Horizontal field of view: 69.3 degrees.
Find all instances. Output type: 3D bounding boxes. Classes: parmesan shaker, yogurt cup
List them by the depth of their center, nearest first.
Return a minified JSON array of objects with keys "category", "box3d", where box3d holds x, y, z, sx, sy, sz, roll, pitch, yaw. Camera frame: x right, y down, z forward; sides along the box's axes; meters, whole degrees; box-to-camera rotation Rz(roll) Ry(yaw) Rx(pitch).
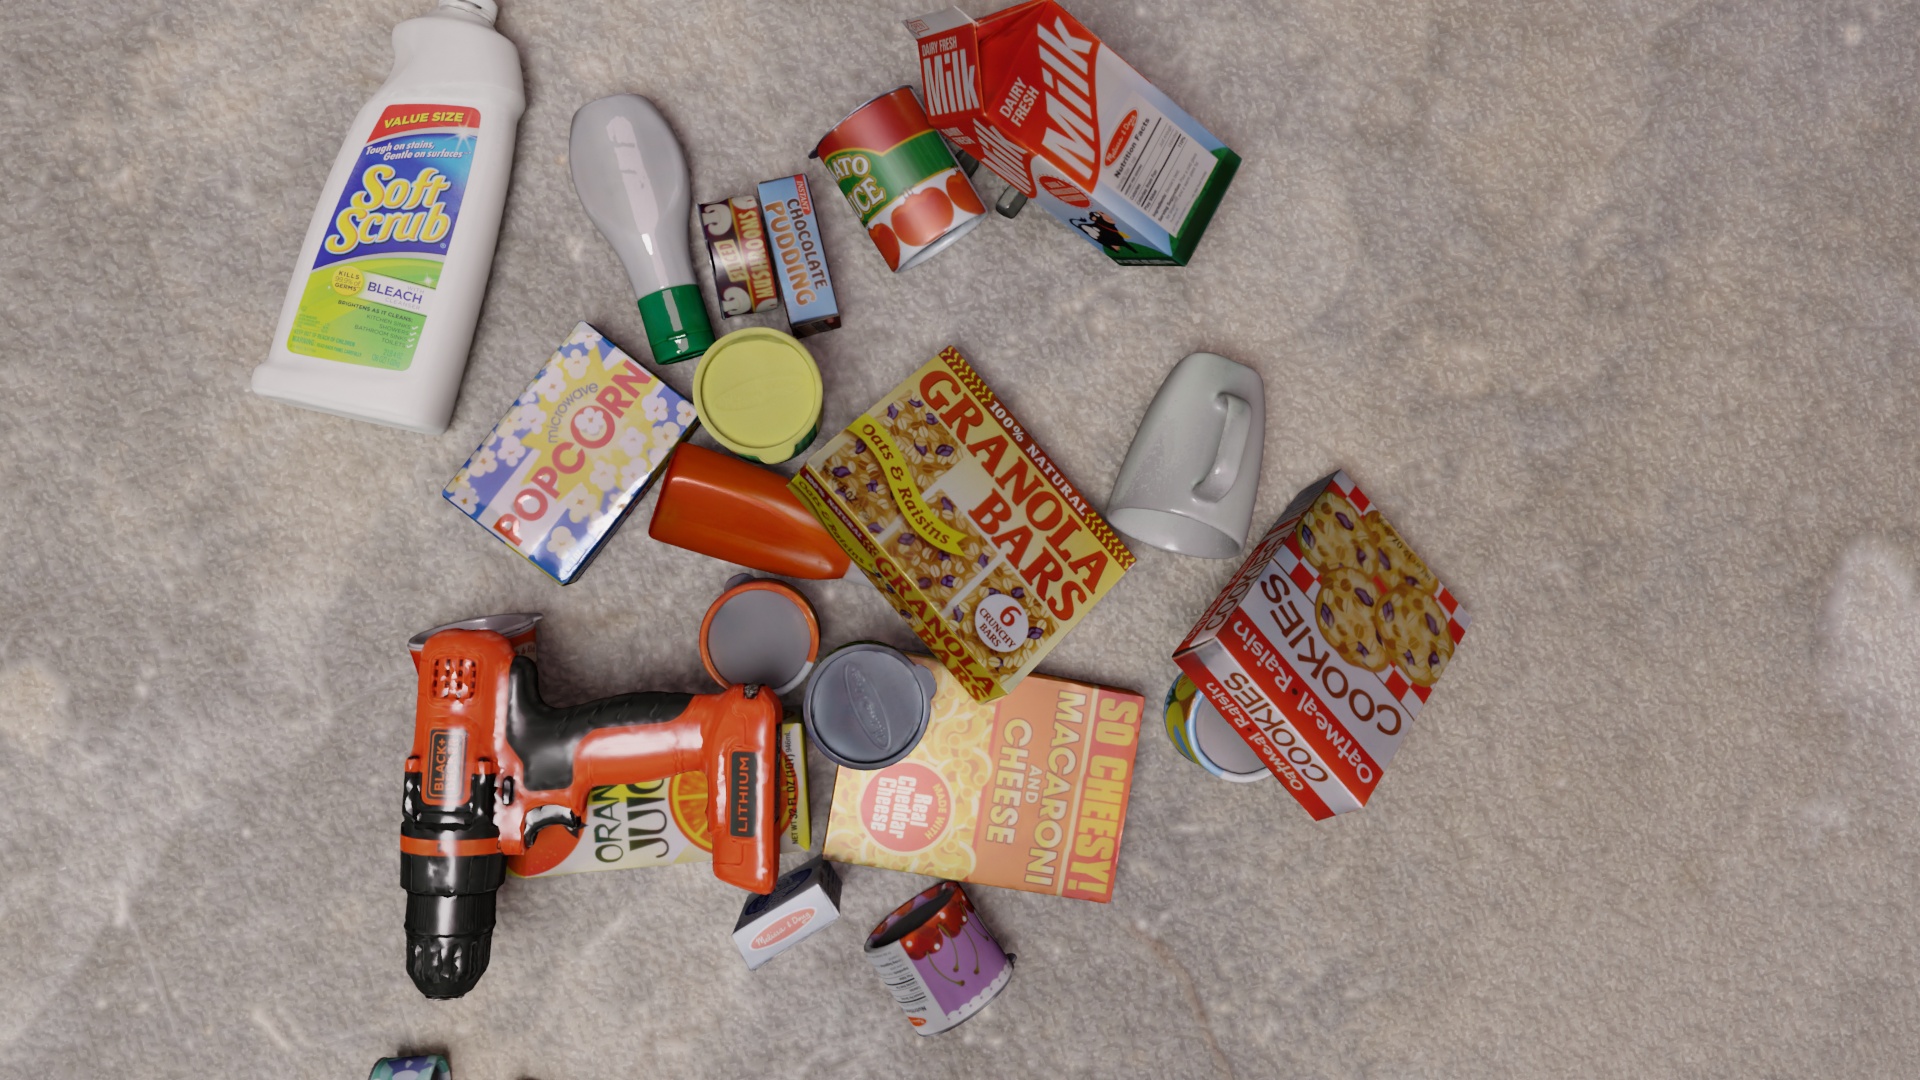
[{"category":"parmesan shaker","box3d":[-0.108,-0.074,0.762,0.071,0.103,0.071,0,89,-5]},{"category":"yogurt cup","box3d":[-0.265,0.074,0.766,0.072,0.072,0.054,-9,99,-5]}]

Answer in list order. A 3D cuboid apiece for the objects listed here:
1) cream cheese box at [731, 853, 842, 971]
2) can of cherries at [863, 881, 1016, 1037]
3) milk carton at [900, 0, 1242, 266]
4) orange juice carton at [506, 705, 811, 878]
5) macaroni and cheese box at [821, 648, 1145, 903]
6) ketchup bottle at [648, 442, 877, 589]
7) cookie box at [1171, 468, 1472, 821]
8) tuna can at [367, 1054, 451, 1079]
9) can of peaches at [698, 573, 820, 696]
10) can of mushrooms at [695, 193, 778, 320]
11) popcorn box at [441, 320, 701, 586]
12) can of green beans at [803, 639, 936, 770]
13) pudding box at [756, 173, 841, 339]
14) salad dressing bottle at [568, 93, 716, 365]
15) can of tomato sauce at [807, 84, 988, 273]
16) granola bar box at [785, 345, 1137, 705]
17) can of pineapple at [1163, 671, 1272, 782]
[{"category":"cream cheese box","box3d":[-0.093,0.201,0.760,0.053,0.103,0.024,-29,89,-6]},{"category":"can of cherries","box3d":[-0.011,0.235,0.789,0.071,0.071,0.058,-33,92,-5]},{"category":"milk carton","box3d":[0.055,-0.231,0.763,0.190,0.072,0.073,30,87,-28]},{"category":"orange juice carton","box3d":[-0.181,0.138,0.768,0.193,0.073,0.071,-4,90,-5]},{"category":"macaroni and cheese box","box3d":[0.013,0.133,0.803,0.166,0.040,0.123,10,88,-5]},{"category":"ketchup bottle","box3d":[-0.097,-0.006,0.786,0.149,0.064,0.044,18,47,-13]},{"category":"cookie box","box3d":[0.207,0.056,0.783,0.123,0.040,0.168,48,53,-4]},{"category":"tuna can","box3d":[-0.301,0.315,0.755,0.033,0.071,0.071,-1,90,-7]},{"category":"can of peaches","box3d":[-0.113,0.053,0.783,0.071,0.058,0.071,0,90,-5]},{"category":"can of mushrooms","box3d":[-0.125,-0.159,0.778,0.033,0.071,0.071,-12,91,-7]},{"category":"popcorn box","box3d":[-0.216,-0.049,0.783,0.085,0.038,0.127,38,86,-4]},{"category":"can of green beans","box3d":[-0.050,0.087,0.749,0.071,0.058,0.071,0,88,-4]},{"category":"pudding box","box3d":[-0.091,-0.160,0.792,0.030,0.049,0.083,-13,90,-4]},{"category":"salad dressing bottle","box3d":[-0.177,-0.175,0.787,0.064,0.044,0.147,-17,92,-2]},{"category":"can of tomato sauce","box3d":[-0.034,-0.203,0.789,0.071,0.071,0.083,-33,93,-5]},{"category":"granola bar box","box3d":[0.003,-0.010,0.781,0.165,0.039,0.125,49,59,-3]},{"category":"can of pineapple","box3d":[0.156,0.102,0.808,0.071,0.058,0.071,0,89,-5]}]
